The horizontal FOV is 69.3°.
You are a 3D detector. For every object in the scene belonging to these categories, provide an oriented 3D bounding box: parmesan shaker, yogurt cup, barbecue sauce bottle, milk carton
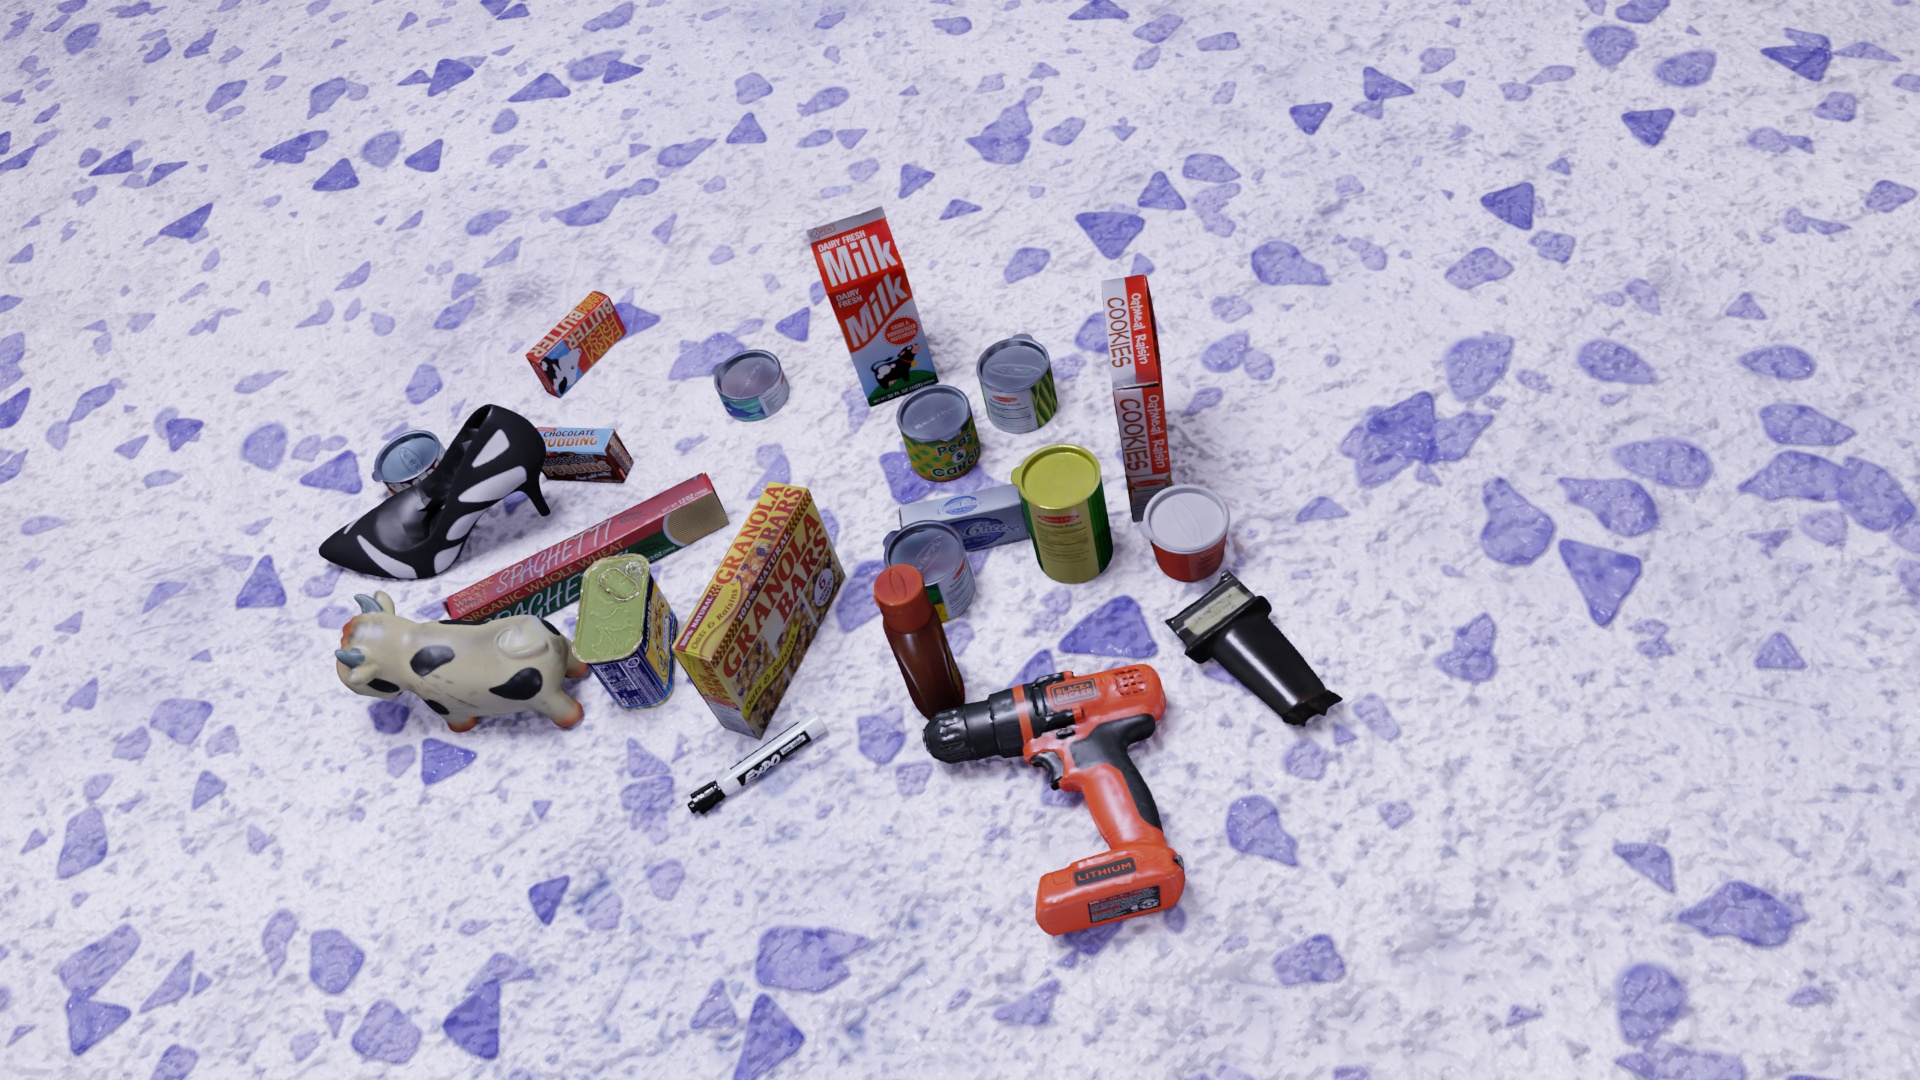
[{"bbox_3d":[0.083,-0.021,1.119,0.071,0.102,0.071,-6,52,8],"label":"parmesan shaker"},{"bbox_3d":[0.183,-0.004,1.115,0.072,0.053,0.073,-6,52,8],"label":"yogurt cup"},{"bbox_3d":[-0.032,0.075,1.044,0.044,0.147,0.065,-21,52,-3],"label":"barbecue sauce bottle"},{"bbox_3d":[-0.081,-0.217,1.250,0.072,0.189,0.074,-20,52,-2],"label":"milk carton"}]

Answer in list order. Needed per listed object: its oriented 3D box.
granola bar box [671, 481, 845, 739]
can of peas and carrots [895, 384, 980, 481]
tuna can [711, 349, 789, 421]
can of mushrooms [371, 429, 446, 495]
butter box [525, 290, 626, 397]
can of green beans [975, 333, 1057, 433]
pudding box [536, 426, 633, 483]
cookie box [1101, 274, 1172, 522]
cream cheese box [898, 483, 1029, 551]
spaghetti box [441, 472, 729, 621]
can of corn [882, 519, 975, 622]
[{"bbox_3d":[-0.156,0.055,1.102,0.039,0.123,0.166,12,57,21],"label":"granola bar box"},{"bbox_3d":[-0.017,-0.093,1.225,0.071,0.058,0.071,-6,52,8],"label":"can of peas and carrots"},{"bbox_3d":[-0.201,-0.148,1.325,0.071,0.032,0.071,-6,52,8],"label":"tuna can"},{"bbox_3d":[-0.529,-0.070,1.340,0.071,0.033,0.071,-6,52,8],"label":"can of mushrooms"},{"bbox_3d":[-0.384,-0.197,1.391,0.024,0.053,0.104,24,62,27],"label":"butter box"},{"bbox_3d":[0.051,-0.139,1.245,0.071,0.057,0.071,-6,52,8],"label":"can of green beans"},{"bbox_3d":[-0.355,-0.081,1.298,0.084,0.049,0.030,3,54,15],"label":"pudding box"},{"bbox_3d":[0.146,-0.115,1.136,0.040,0.166,0.123,-7,52,8],"label":"cookie box"},{"bbox_3d":[0.004,-0.015,1.164,0.104,0.053,0.024,-11,52,4],"label":"cream cheese box"},{"bbox_3d":[-0.325,0.018,1.216,0.250,0.050,0.029,-27,52,-8],"label":"spaghetti box"},{"bbox_3d":[-0.027,0.025,1.138,0.071,0.058,0.071,-6,52,8],"label":"can of corn"}]
